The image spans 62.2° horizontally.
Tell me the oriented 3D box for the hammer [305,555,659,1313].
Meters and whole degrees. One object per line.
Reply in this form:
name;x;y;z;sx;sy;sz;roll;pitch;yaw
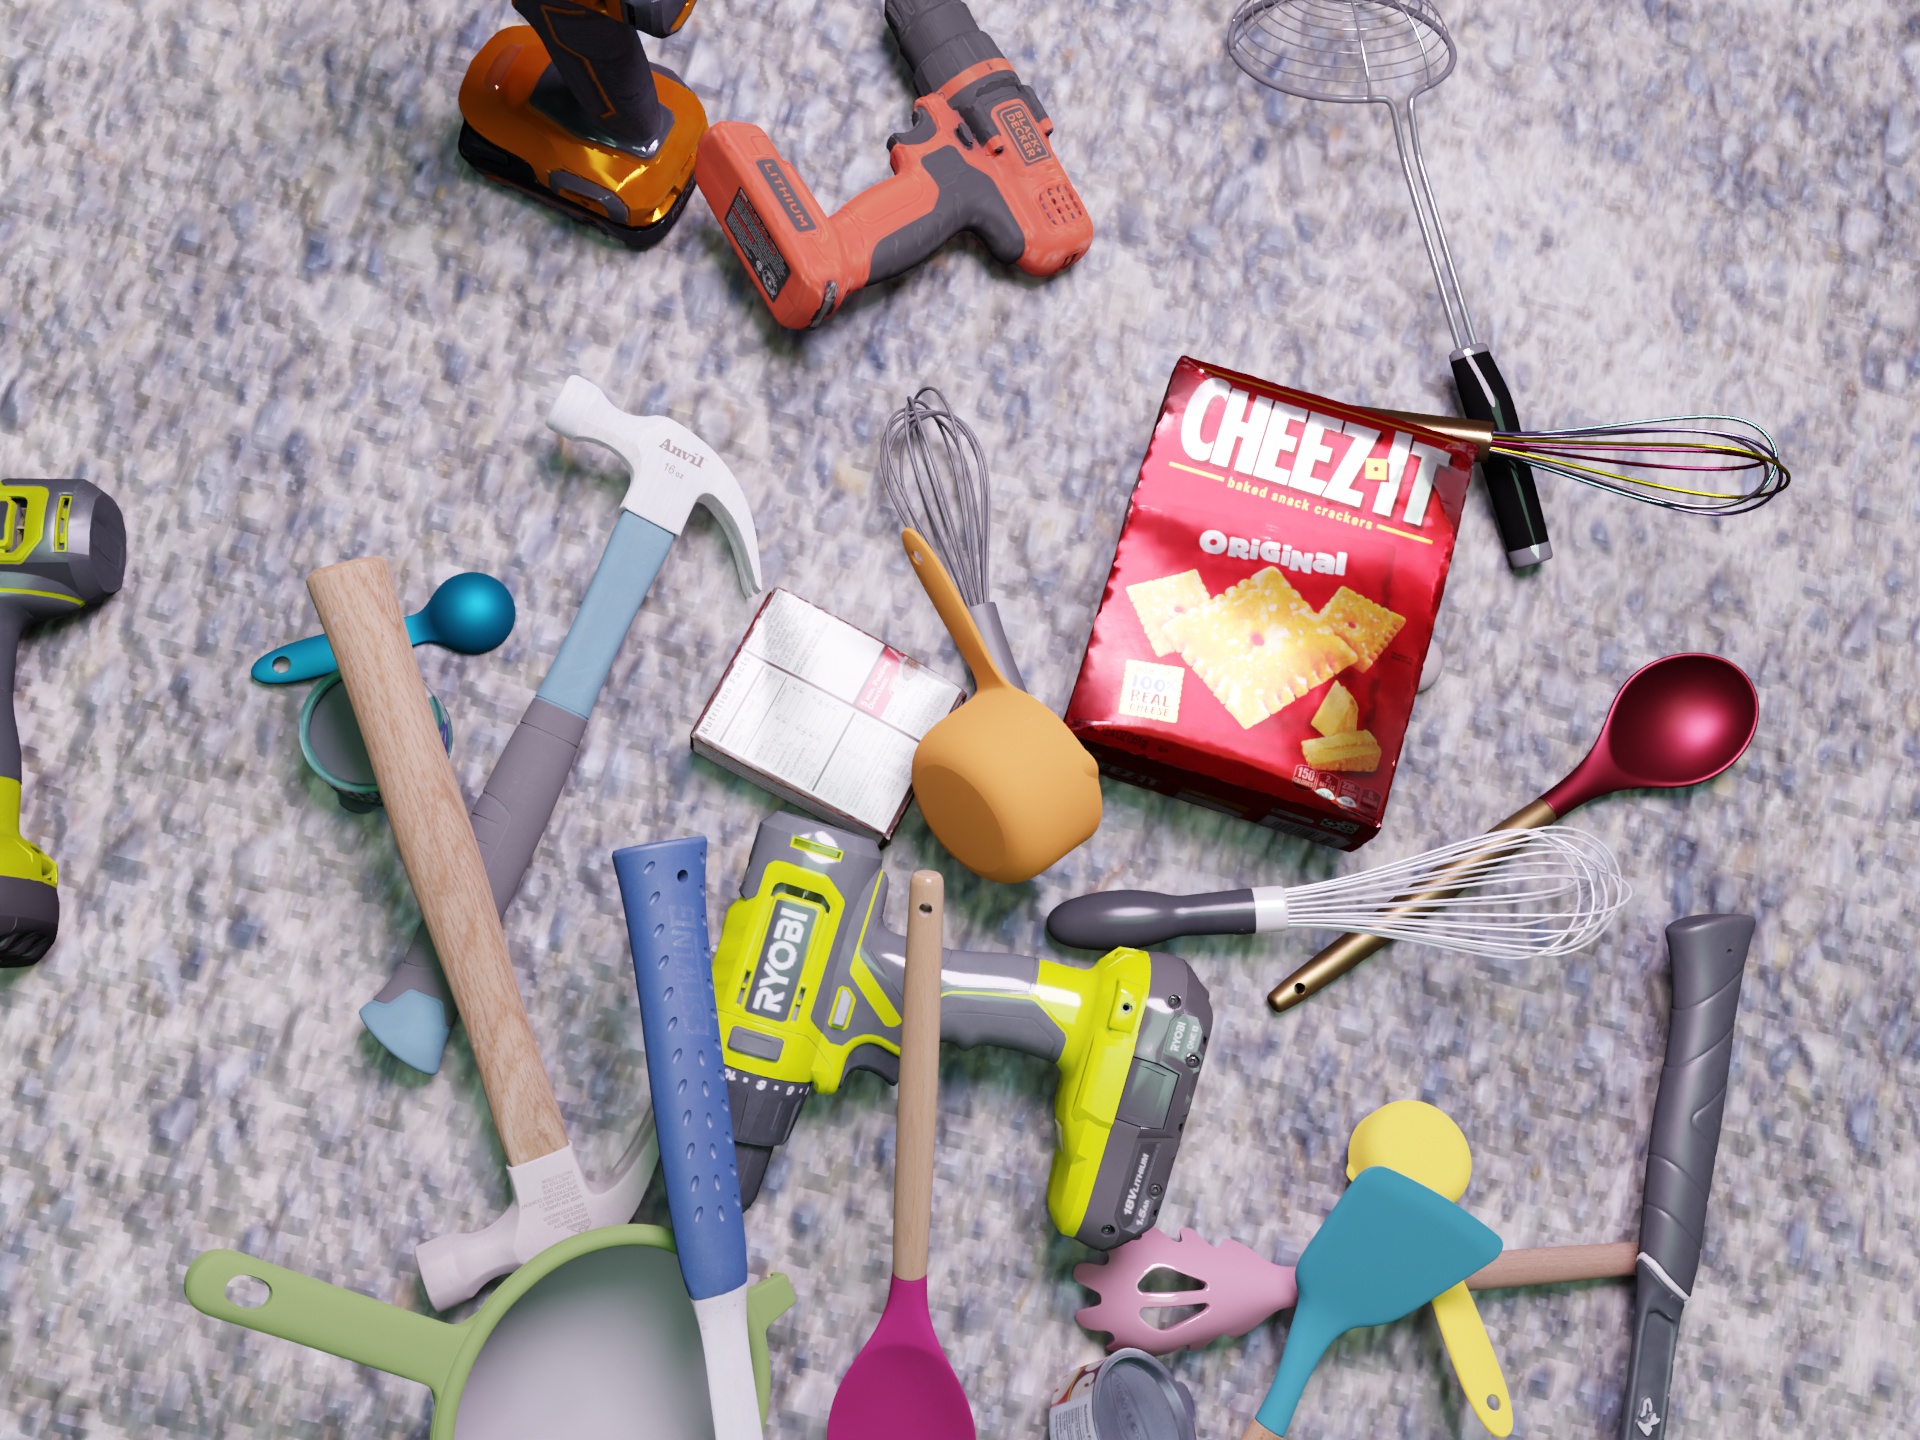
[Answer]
hammer;-0.222;0.088;0.717;0.130;0.031;0.331;-18;95;-20

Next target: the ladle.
ladle;0.289;0.062;0.833;0.315;0.031;0.069;-32;81;-11

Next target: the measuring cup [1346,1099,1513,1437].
measuring cup;0.233;0.255;0.754;0.062;0.029;0.157;-4;56;-16

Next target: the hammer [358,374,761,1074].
hammer;-0.199;0.007;0.765;0.128;0.033;0.331;26;79;-16

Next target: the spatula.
spatula;0.130;0.348;0.721;0.082;0.044;0.317;33;85;-14

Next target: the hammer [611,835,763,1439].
hammer;-0.106;0.253;0.673;0.144;0.035;0.405;-7;88;-36

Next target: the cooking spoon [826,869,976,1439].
cooking spoon;-0.021;0.220;0.701;0.069;0.017;0.319;4;102;5

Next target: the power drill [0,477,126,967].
power drill;-0.483;-0.003;0.718;0.171;0.080;0.223;-1;74;-9

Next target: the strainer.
strainer;-0.203;0.268;0.667;0.256;0.069;0.151;32;67;-27

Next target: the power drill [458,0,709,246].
power drill;-0.198;-0.331;0.746;0.164;0.226;0.084;25;76;-2

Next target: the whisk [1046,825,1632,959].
whisk;0.185;0.091;0.784;0.284;0.070;0.070;-5;79;3

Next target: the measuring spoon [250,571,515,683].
measuring spoon;-0.283;-0.043;0.778;0.128;0.021;0.042;-18;81;-12

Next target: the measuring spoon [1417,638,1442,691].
measuring spoon;0.211;-0.064;0.853;0.124;0.018;0.034;44;76;4

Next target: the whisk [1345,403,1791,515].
whisk;0.300;-0.145;0.830;0.245;0.047;0.051;12;104;19

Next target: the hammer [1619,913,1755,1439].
hammer;0.343;0.292;0.770;0.149;0.036;0.409;16;79;-12

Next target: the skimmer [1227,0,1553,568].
skimmer;0.254;-0.258;0.896;0.127;0.090;0.363;-18;91;-14

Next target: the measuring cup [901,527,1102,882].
measuring cup;-0.001;-0.002;0.737;0.052;0.095;0.173;-37;108;-30

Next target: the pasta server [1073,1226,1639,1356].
pasta server;0.213;0.272;0.780;0.316;0.040;0.060;0;78;-12

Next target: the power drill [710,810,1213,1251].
power drill;-0.015;0.163;0.743;0.228;0.080;0.190;17;86;-1

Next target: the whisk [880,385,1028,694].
whisk;0.010;-0.056;0.810;0.055;0.055;0.239;-16;85;-11
